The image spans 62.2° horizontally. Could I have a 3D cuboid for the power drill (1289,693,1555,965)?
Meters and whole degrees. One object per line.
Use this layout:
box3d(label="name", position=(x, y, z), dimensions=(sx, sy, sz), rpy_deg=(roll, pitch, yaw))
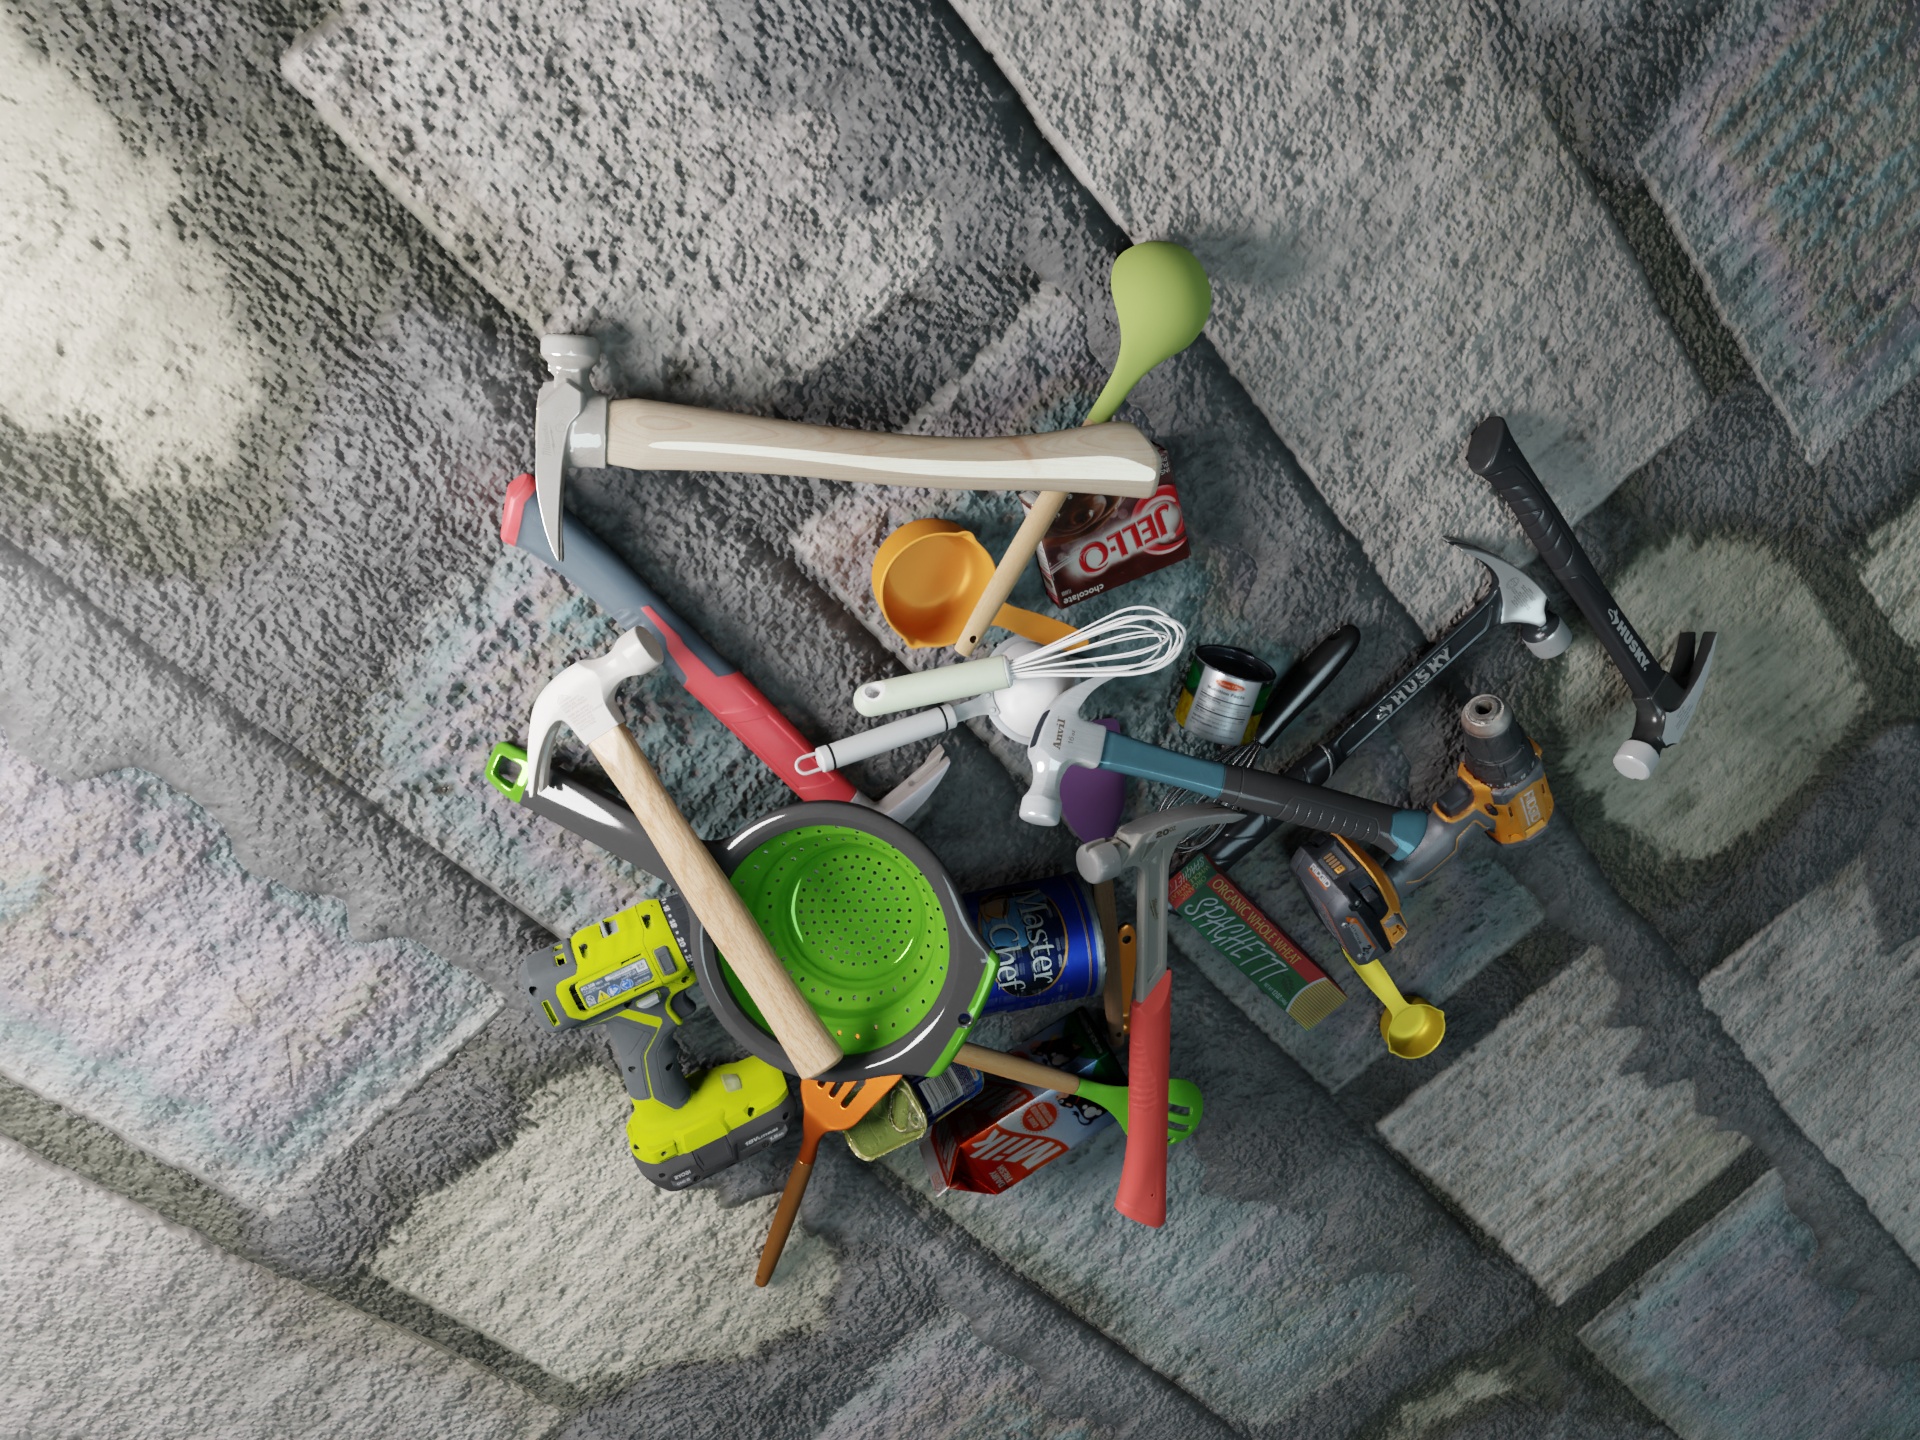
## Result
box3d(label="power drill", position=(0.390, 0.087, 1.333), dimensions=(0.226, 0.084, 0.185), rpy_deg=(-36, 138, 0))

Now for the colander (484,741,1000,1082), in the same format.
box3d(label="colander", position=(-0.158, 0.113, 1.168), dimensions=(0.397, 0.094, 0.204), rpy_deg=(28, 102, 3))

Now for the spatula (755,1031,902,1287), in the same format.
box3d(label="spatula", position=(-0.128, 0.377, 1.336), dimensions=(0.041, 0.081, 0.322), rpy_deg=(-30, 149, -47))

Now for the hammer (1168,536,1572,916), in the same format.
box3d(label="hammer", position=(0.316, 0.018, 1.324), dimensions=(0.409, 0.036, 0.149), rpy_deg=(-43, 118, 7))

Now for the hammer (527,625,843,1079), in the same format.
box3d(label="hammer", position=(-0.186, 0.106, 1.105), dimensions=(0.130, 0.031, 0.331), rpy_deg=(-31, 93, 12))

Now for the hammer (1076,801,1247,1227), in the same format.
box3d(label="hammer", position=(0.159, 0.243, 1.274), dimensions=(0.149, 0.037, 0.359), rpy_deg=(-14, 113, -31))

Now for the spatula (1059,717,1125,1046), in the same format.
box3d(label="spatula", position=(0.118, 0.143, 1.332), dimensions=(0.059, 0.018, 0.315), rpy_deg=(-12, 116, -9))

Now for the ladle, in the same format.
box3d(label="ladle", position=(0.077, -0.188, 1.119), dimensions=(0.078, 0.062, 0.320), rpy_deg=(26, 100, -25))

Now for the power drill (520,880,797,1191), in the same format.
box3d(label="power drill", position=(-0.214, 0.240, 1.250), dimensions=(0.190, 0.080, 0.228), rpy_deg=(-24, 117, -11))

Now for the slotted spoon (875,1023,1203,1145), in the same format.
box3d(label="slotted spoon", position=(0.071, 0.296, 1.309), dimensions=(0.313, 0.031, 0.070), rpy_deg=(21, 105, -20))

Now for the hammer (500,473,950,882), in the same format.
box3d(label="hammer", position=(-0.170, -0.042, 1.147), dimensions=(0.143, 0.038, 0.386), rpy_deg=(-41, 119, 4))

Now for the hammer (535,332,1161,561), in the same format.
box3d(label="hammer", position=(-0.071, -0.167, 1.056), dimensions=(0.410, 0.038, 0.146), rpy_deg=(3, 96, -7))

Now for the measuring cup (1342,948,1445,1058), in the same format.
box3d(label="measuring cup", position=(0.390, 0.247, 1.468), dimensions=(0.062, 0.029, 0.156), rpy_deg=(-38, 108, 3))

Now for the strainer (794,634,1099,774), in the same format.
box3d(label="strainer", position=(-0.002, -0.004, 1.187), dimensions=(0.258, 0.050, 0.087), rpy_deg=(-19, 90, -17))

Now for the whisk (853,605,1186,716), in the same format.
box3d(label="whisk", position=(0.042, -0.037, 1.151), dimensions=(0.246, 0.058, 0.059), rpy_deg=(-12, 146, 7))

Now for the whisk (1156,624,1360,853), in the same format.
box3d(label="whisk", position=(0.242, 0.015, 1.293), dimensions=(0.055, 0.055, 0.239), rpy_deg=(38, 96, -28))

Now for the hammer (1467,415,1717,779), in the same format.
box3d(label="hammer", position=(0.512, -0.115, 1.299), dimensions=(0.334, 0.035, 0.146), rpy_deg=(48, 69, -23))

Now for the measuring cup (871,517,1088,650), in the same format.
box3d(label="measuring cup", position=(0.015, -0.091, 1.172), dimensions=(0.173, 0.052, 0.095), rpy_deg=(19, 109, -26))

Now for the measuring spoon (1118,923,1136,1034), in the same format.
box3d(label="measuring spoon", position=(0.144, 0.228, 1.387), dimensions=(0.021, 0.011, 0.116), rpy_deg=(-7, 117, -13))

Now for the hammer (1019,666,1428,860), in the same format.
box3d(label="hammer", position=(0.208, 0.050, 1.206), dimensions=(0.331, 0.033, 0.128), rpy_deg=(15, 76, -16))
